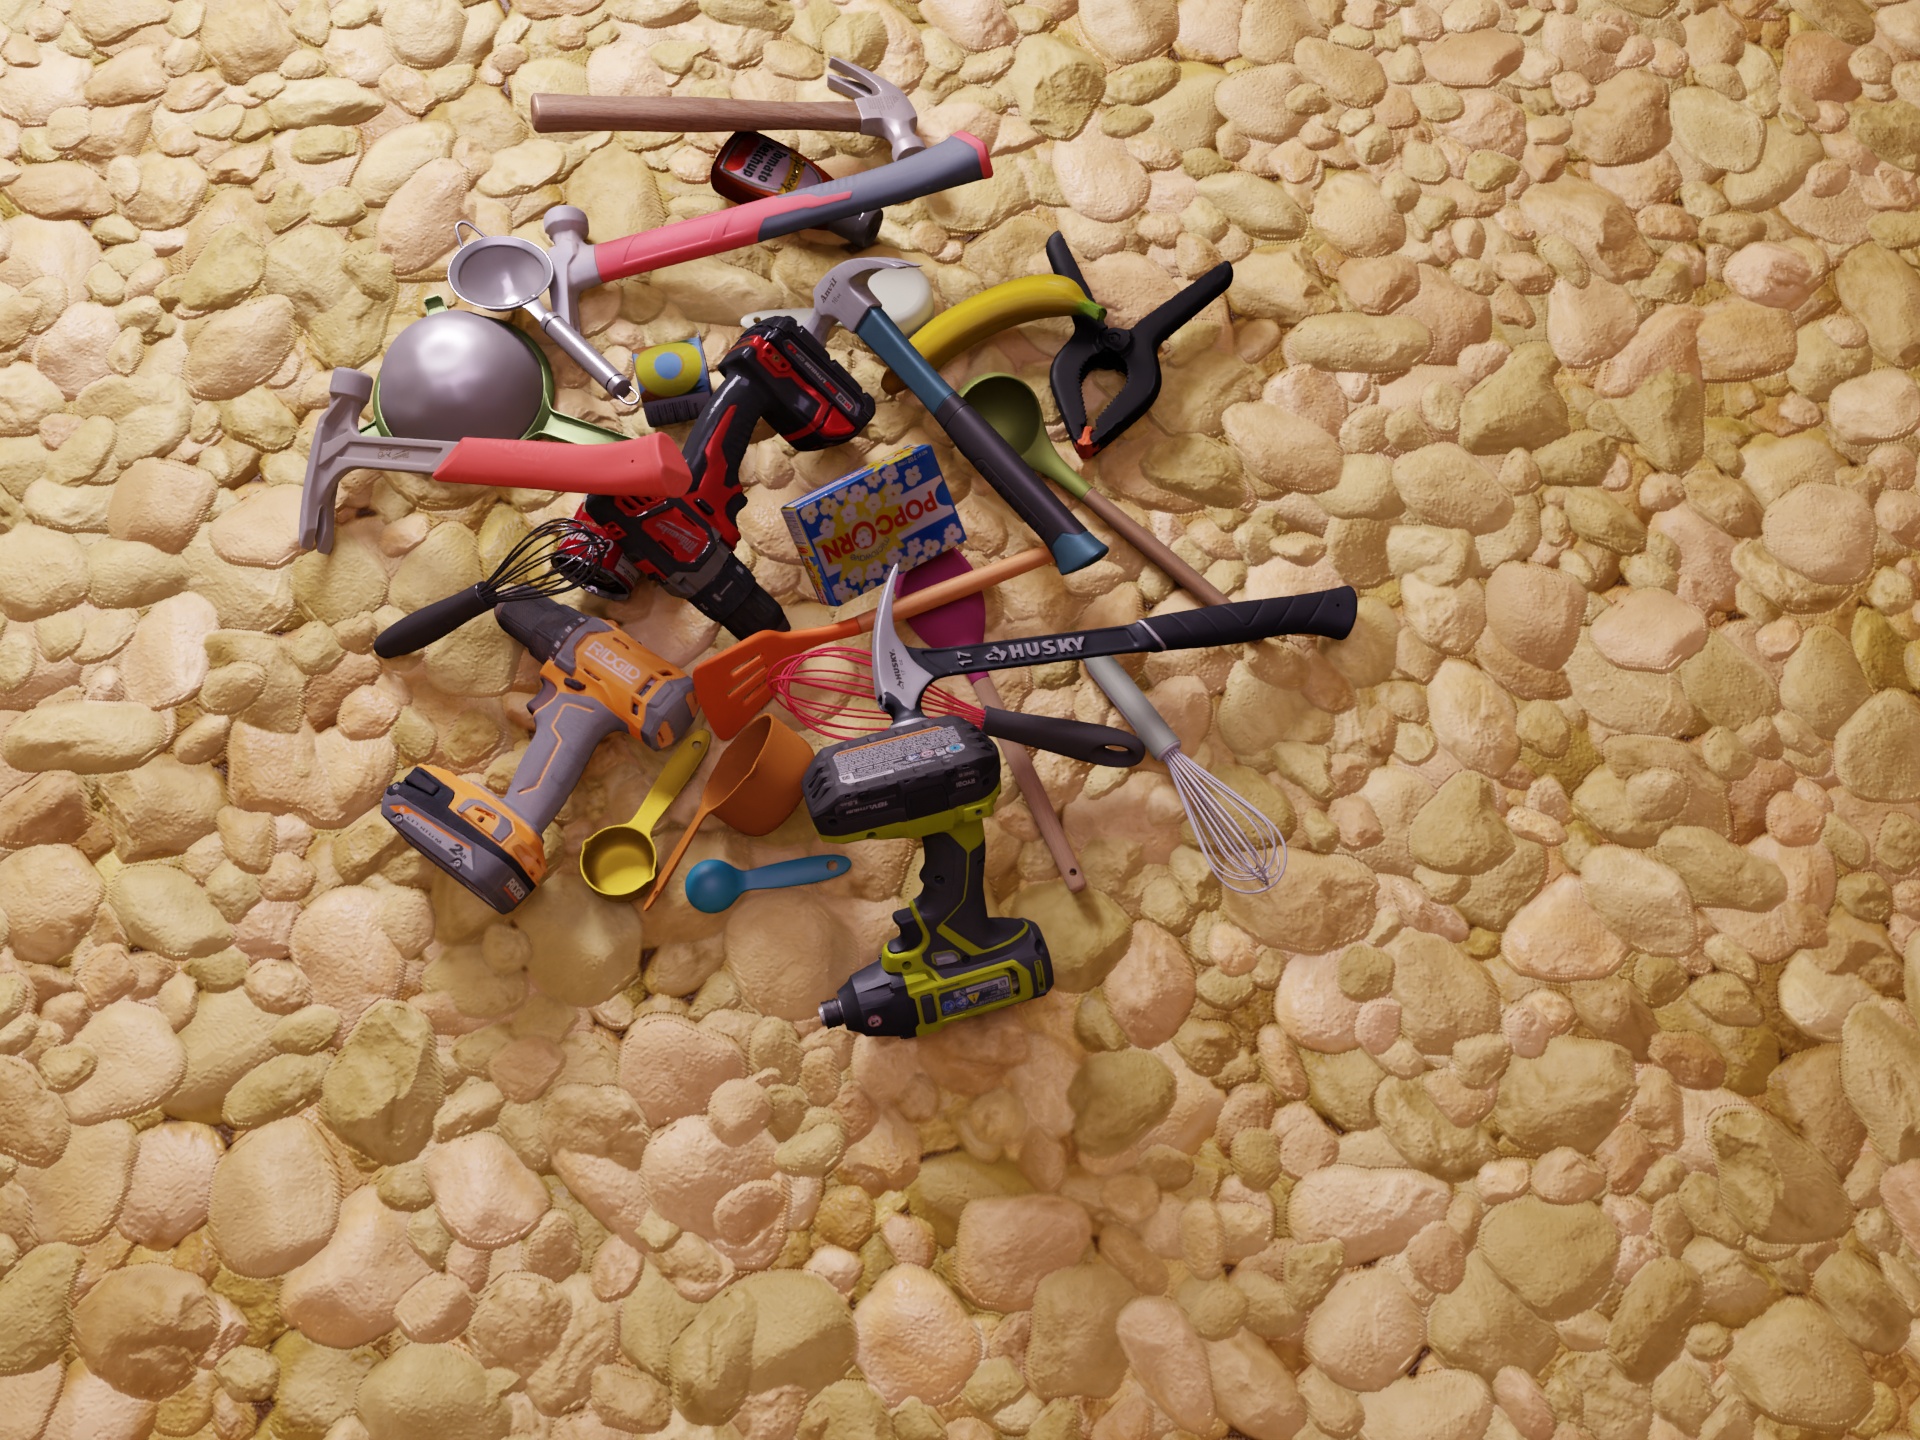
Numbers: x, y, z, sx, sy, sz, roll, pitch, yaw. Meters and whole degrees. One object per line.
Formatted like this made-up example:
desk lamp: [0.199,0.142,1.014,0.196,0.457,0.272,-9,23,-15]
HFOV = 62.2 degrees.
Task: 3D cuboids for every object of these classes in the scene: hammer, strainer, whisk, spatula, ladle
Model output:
hammer: [-0.359,-0.186,1.203,0.359,0.036,0.149,9,88,27]
strainer: [-0.340,-0.327,1.303,0.087,0.050,0.259,-34,61,-23]
hammer: [-0.198,-0.521,1.364,0.331,0.031,0.130,-7,57,-20]
whisk: [-0.002,-0.004,1.217,0.296,0.073,0.073,12,72,-5]
whisk: [0.166,0.031,1.238,0.059,0.057,0.246,-39,72,8]
hammer: [-0.159,-0.407,1.332,0.386,0.038,0.143,-13,74,7]
hammer: [-0.003,-0.240,1.269,0.331,0.128,0.033,49,37,13]
strainer: [-0.366,-0.264,1.301,0.256,0.069,0.151,20,73,6]
hammer: [0.126,-0.067,1.227,0.409,0.036,0.149,-8,71,-19]
whisk: [-0.363,-0.094,1.209,0.239,0.055,0.055,-22,71,26]
spatula: [-0.055,-0.078,1.252,0.322,0.080,0.041,-21,44,-6]
ladle: [0.121,-0.168,1.295,0.320,0.062,0.078,41,103,7]

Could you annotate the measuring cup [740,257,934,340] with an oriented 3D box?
measuring cup: [-0.104,-0.354,1.354,0.167,0.038,0.083,-7,73,-6]

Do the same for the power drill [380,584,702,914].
power drill: [-0.334,0.010,1.211,0.185,0.084,0.226,33,70,15]

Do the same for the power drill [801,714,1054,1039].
power drill: [-0.033,0.122,1.128,0.171,0.080,0.223,-15,117,-9]

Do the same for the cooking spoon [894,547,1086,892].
cooking spoon: [0.027,-0.009,1.259,0.069,0.017,0.319,-22,73,-9]

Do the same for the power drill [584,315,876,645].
power drill: [-0.163,-0.184,1.260,0.187,0.080,0.227,43,68,-22]

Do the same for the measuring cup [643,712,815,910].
measuring cup: [-0.171,0.080,1.196,0.052,0.095,0.173,34,85,-21]

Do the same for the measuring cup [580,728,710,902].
measuring cup: [-0.235,0.073,1.226,0.062,0.029,0.157,25,61,10]

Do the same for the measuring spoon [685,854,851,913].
measuring spoon: [-0.147,0.117,1.210,0.128,0.021,0.042,-9,73,-3]
